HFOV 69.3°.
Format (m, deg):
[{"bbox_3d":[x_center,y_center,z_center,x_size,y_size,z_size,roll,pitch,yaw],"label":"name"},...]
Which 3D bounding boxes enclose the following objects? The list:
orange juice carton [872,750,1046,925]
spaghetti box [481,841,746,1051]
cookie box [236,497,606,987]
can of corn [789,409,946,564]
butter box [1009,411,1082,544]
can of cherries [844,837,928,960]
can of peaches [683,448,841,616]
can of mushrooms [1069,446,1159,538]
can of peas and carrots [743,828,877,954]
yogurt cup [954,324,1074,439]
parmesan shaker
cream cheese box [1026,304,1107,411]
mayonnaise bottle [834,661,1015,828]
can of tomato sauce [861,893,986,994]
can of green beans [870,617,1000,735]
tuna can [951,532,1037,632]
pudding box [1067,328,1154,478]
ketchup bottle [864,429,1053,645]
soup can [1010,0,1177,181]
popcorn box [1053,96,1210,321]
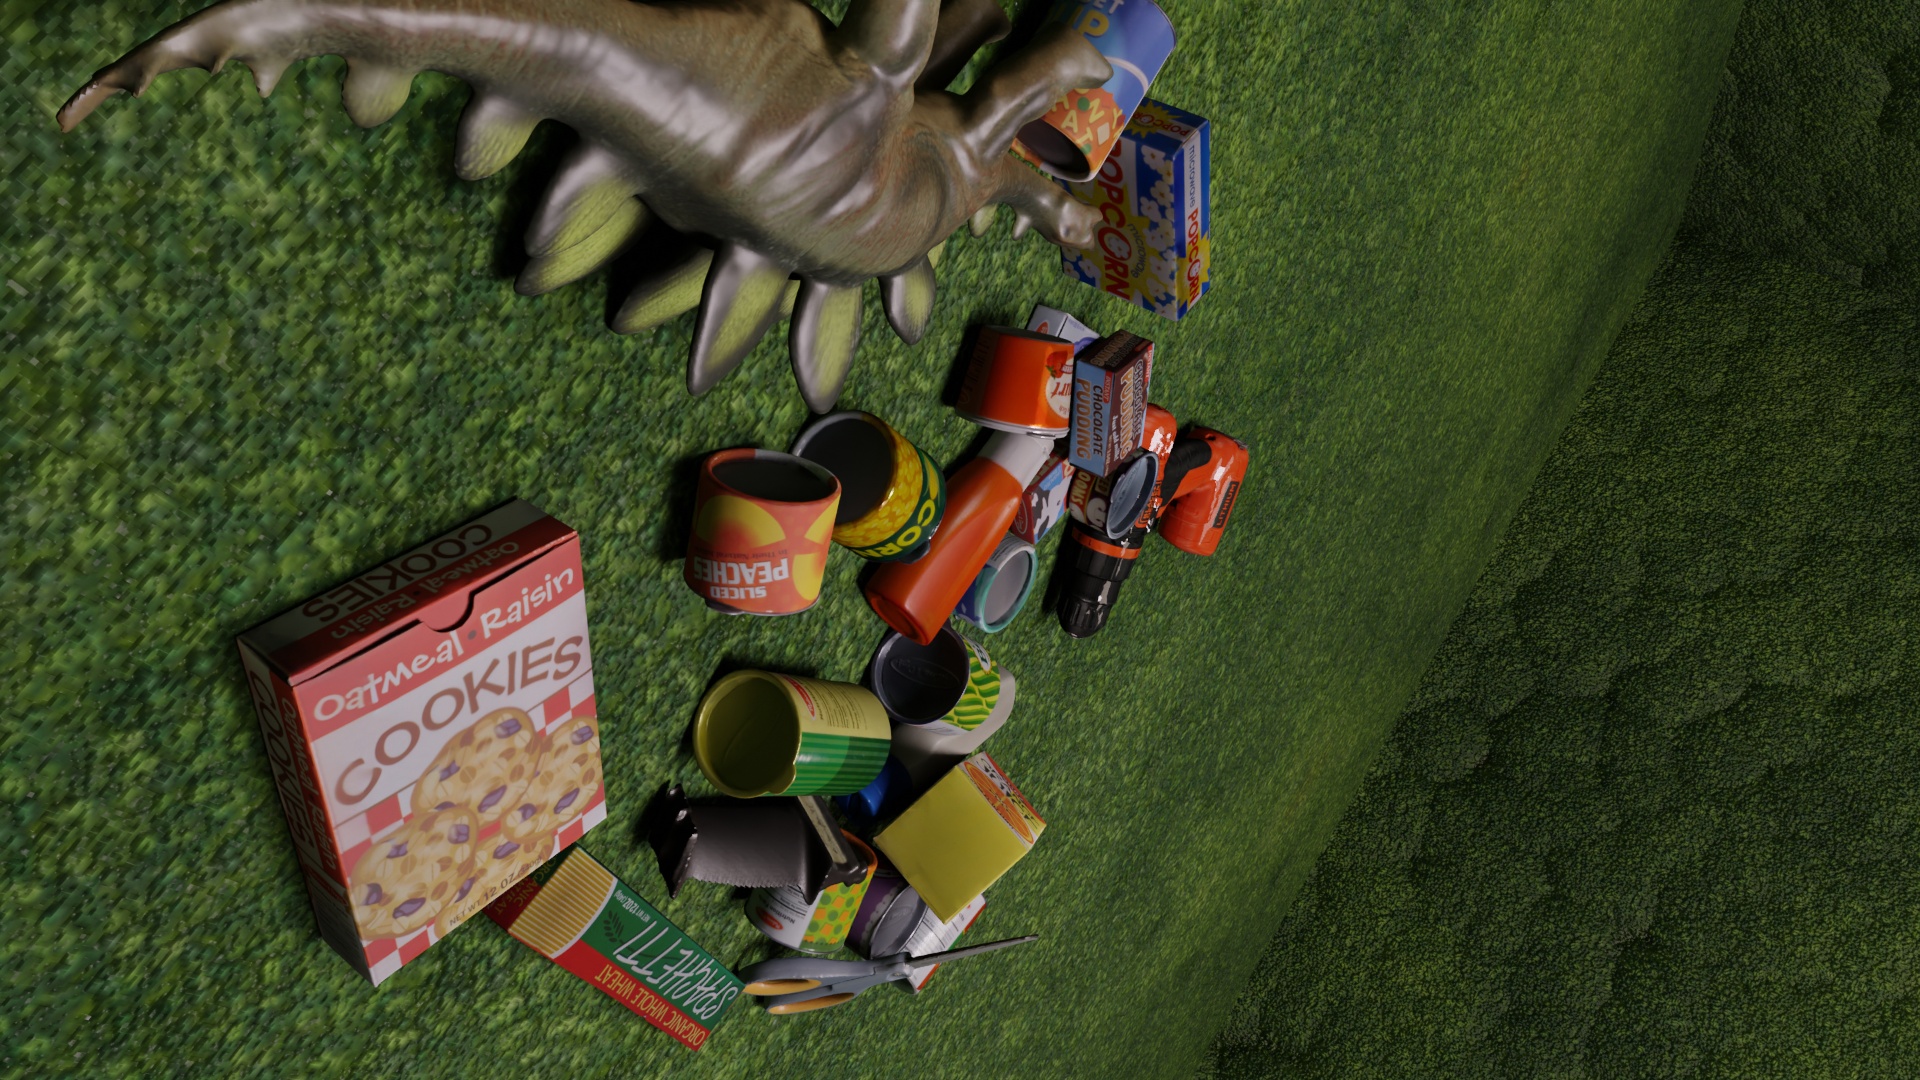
[{"bbox_3d":[0.007,0.197,0.953,0.073,0.072,0.192,-42,171,3],"label":"orange juice carton"},{"bbox_3d":[-0.179,0.220,0.748,0.050,0.029,0.249,-51,151,-20],"label":"spaghetti box"},{"bbox_3d":[-0.206,0.081,0.560,0.123,0.040,0.166,-35,142,-42],"label":"cookie box"},{"bbox_3d":[-0.047,-0.026,0.711,0.071,0.071,0.058,-61,152,-3],"label":"can of corn"},{"bbox_3d":[0.070,-0.050,0.946,0.104,0.024,0.052,-46,150,-28],"label":"butter box"},{"bbox_3d":[-0.061,0.242,0.942,0.072,0.058,0.071,-40,145,-36],"label":"can of cherries"},{"bbox_3d":[-0.094,-0.004,0.651,0.071,0.071,0.057,-20,130,-53],"label":"can of peaches"},{"bbox_3d":[0.105,-0.038,0.952,0.071,0.033,0.070,-43,149,-33],"label":"can of mushrooms"},{"bbox_3d":[-0.090,0.210,0.854,0.071,0.071,0.058,10,105,-62],"label":"can of peas and carrots"},{"bbox_3d":[0.034,-0.093,0.803,0.072,0.072,0.053,-11,115,-57],"label":"yogurt cup"},{"bbox_3d":[-0.088,0.109,0.760,0.071,0.071,0.103,-64,153,2],"label":"parmesan shaker"},{"bbox_3d":[0.069,-0.112,0.888,0.104,0.024,0.053,12,104,-62],"label":"cream cheese box"},{"bbox_3d":[-0.022,0.137,0.935,0.149,0.041,0.064,-34,150,-41],"label":"mayonnaise bottle"},{"bbox_3d":[-0.032,0.279,1.020,0.083,0.071,0.070,-47,149,-27],"label":"can of tomato sauce"},{"bbox_3d":[-0.015,0.087,0.875,0.071,0.071,0.057,-61,154,-3],"label":"can of green beans"},{"bbox_3d":[0.020,0.028,0.918,0.071,0.033,0.070,-41,145,-37],"label":"tuna can"},{"bbox_3d":[0.097,-0.088,0.895,0.050,0.030,0.083,-40,146,-39],"label":"pudding box"},{"bbox_3d":[0.003,-0.011,0.842,0.149,0.043,0.064,-54,152,-17],"label":"ketchup bottle"},{"bbox_3d":[0.060,-0.239,0.714,0.084,0.071,0.071,-59,153,-6],"label":"soup can"},{"bbox_3d":[0.099,-0.195,0.798,0.038,0.085,0.126,-48,150,-24],"label":"popcorn box"}]
